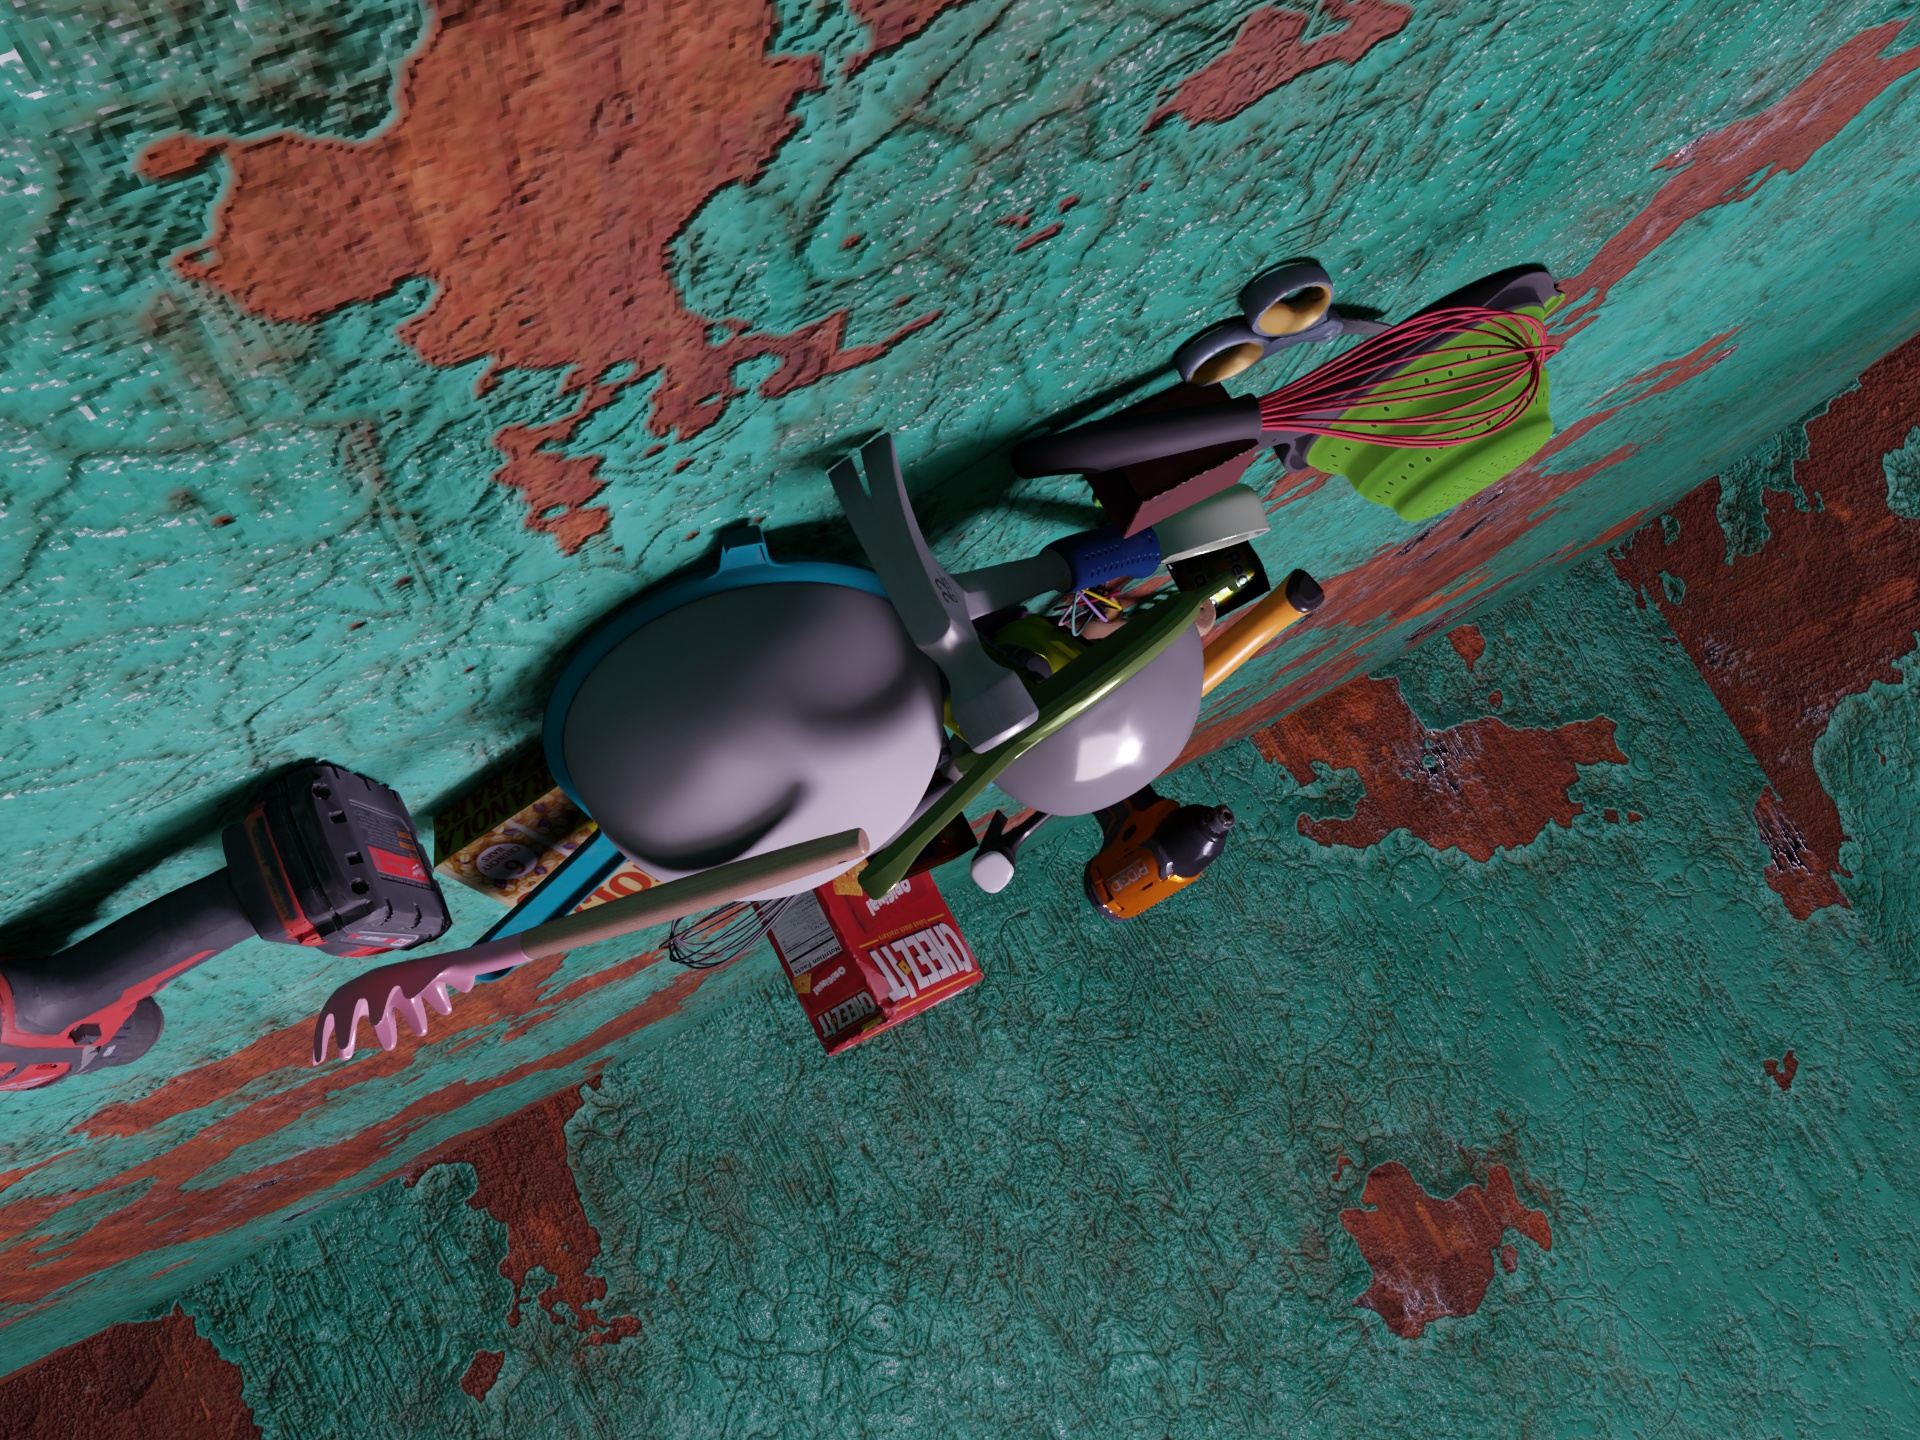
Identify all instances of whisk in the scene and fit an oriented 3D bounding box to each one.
[{"bbox_3d":[-0.106,0.103,1.105,0.239,0.055,0.055,-31,170,6],"label":"whisk"},{"bbox_3d":[0.099,-0.083,1.144,0.047,0.051,0.245,-4,180,11],"label":"whisk"},{"bbox_3d":[0.169,-0.160,0.820,0.296,0.073,0.073,-12,168,-7],"label":"whisk"}]

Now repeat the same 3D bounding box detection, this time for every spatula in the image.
[{"bbox_3d":[0.070,-0.069,1.226,0.059,0.018,0.316,-39,165,26],"label":"spatula"}]

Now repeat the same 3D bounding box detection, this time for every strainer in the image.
[{"bbox_3d":[-0.139,0.063,0.811,0.340,0.095,0.210,-41,140,21],"label":"strainer"},{"bbox_3d":[0.046,0.029,0.777,0.151,0.069,0.256,-32,-173,47],"label":"strainer"}]

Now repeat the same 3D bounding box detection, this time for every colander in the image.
[{"bbox_3d":[0.253,-0.169,1.005,0.397,0.094,0.204,-23,169,-31],"label":"colander"}]

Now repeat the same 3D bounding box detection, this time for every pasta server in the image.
[{"bbox_3d":[-0.185,0.109,0.773,0.316,0.040,0.060,-18,170,17],"label":"pasta server"}]

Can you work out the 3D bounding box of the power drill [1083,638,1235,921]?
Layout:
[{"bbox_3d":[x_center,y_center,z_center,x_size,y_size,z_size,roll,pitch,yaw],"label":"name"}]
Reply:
[{"bbox_3d":[0.131,0.041,1.334,0.084,0.226,0.164,-20,167,-41],"label":"power drill"}]

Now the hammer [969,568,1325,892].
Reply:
[{"bbox_3d":[0.141,0.003,1.221,0.337,0.034,0.127,-42,-176,17],"label":"hammer"}]

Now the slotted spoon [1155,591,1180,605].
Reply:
[{"bbox_3d":[0.160,-0.059,1.264,0.070,0.031,0.314,-33,-173,19],"label":"slotted spoon"}]

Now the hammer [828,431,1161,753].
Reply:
[{"bbox_3d":[0.046,-0.086,0.861,0.035,0.144,0.405,-30,179,21],"label":"hammer"}]

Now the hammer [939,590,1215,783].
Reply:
[{"bbox_3d":[0.076,-0.019,1.207,0.331,0.031,0.130,-33,-156,50],"label":"hammer"}]

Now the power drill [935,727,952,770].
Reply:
[{"bbox_3d":[-0.121,0.030,1.044,0.143,0.079,0.219,-36,165,35],"label":"power drill"}]

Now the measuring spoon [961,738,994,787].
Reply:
[{"bbox_3d":[-0.002,-0.004,1.108,0.042,0.129,0.021,-36,138,1],"label":"measuring spoon"}]

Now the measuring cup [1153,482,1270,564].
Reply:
[{"bbox_3d":[0.144,-0.129,1.108,0.083,0.038,0.167,-16,-178,-32],"label":"measuring cup"}]

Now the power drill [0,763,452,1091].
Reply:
[{"bbox_3d":[-0.370,0.112,0.768,0.226,0.080,0.188,-25,170,-4],"label":"power drill"}]

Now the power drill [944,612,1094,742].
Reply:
[{"bbox_3d":[0.050,-0.009,1.015,0.080,0.171,0.223,-55,164,12],"label":"power drill"}]
